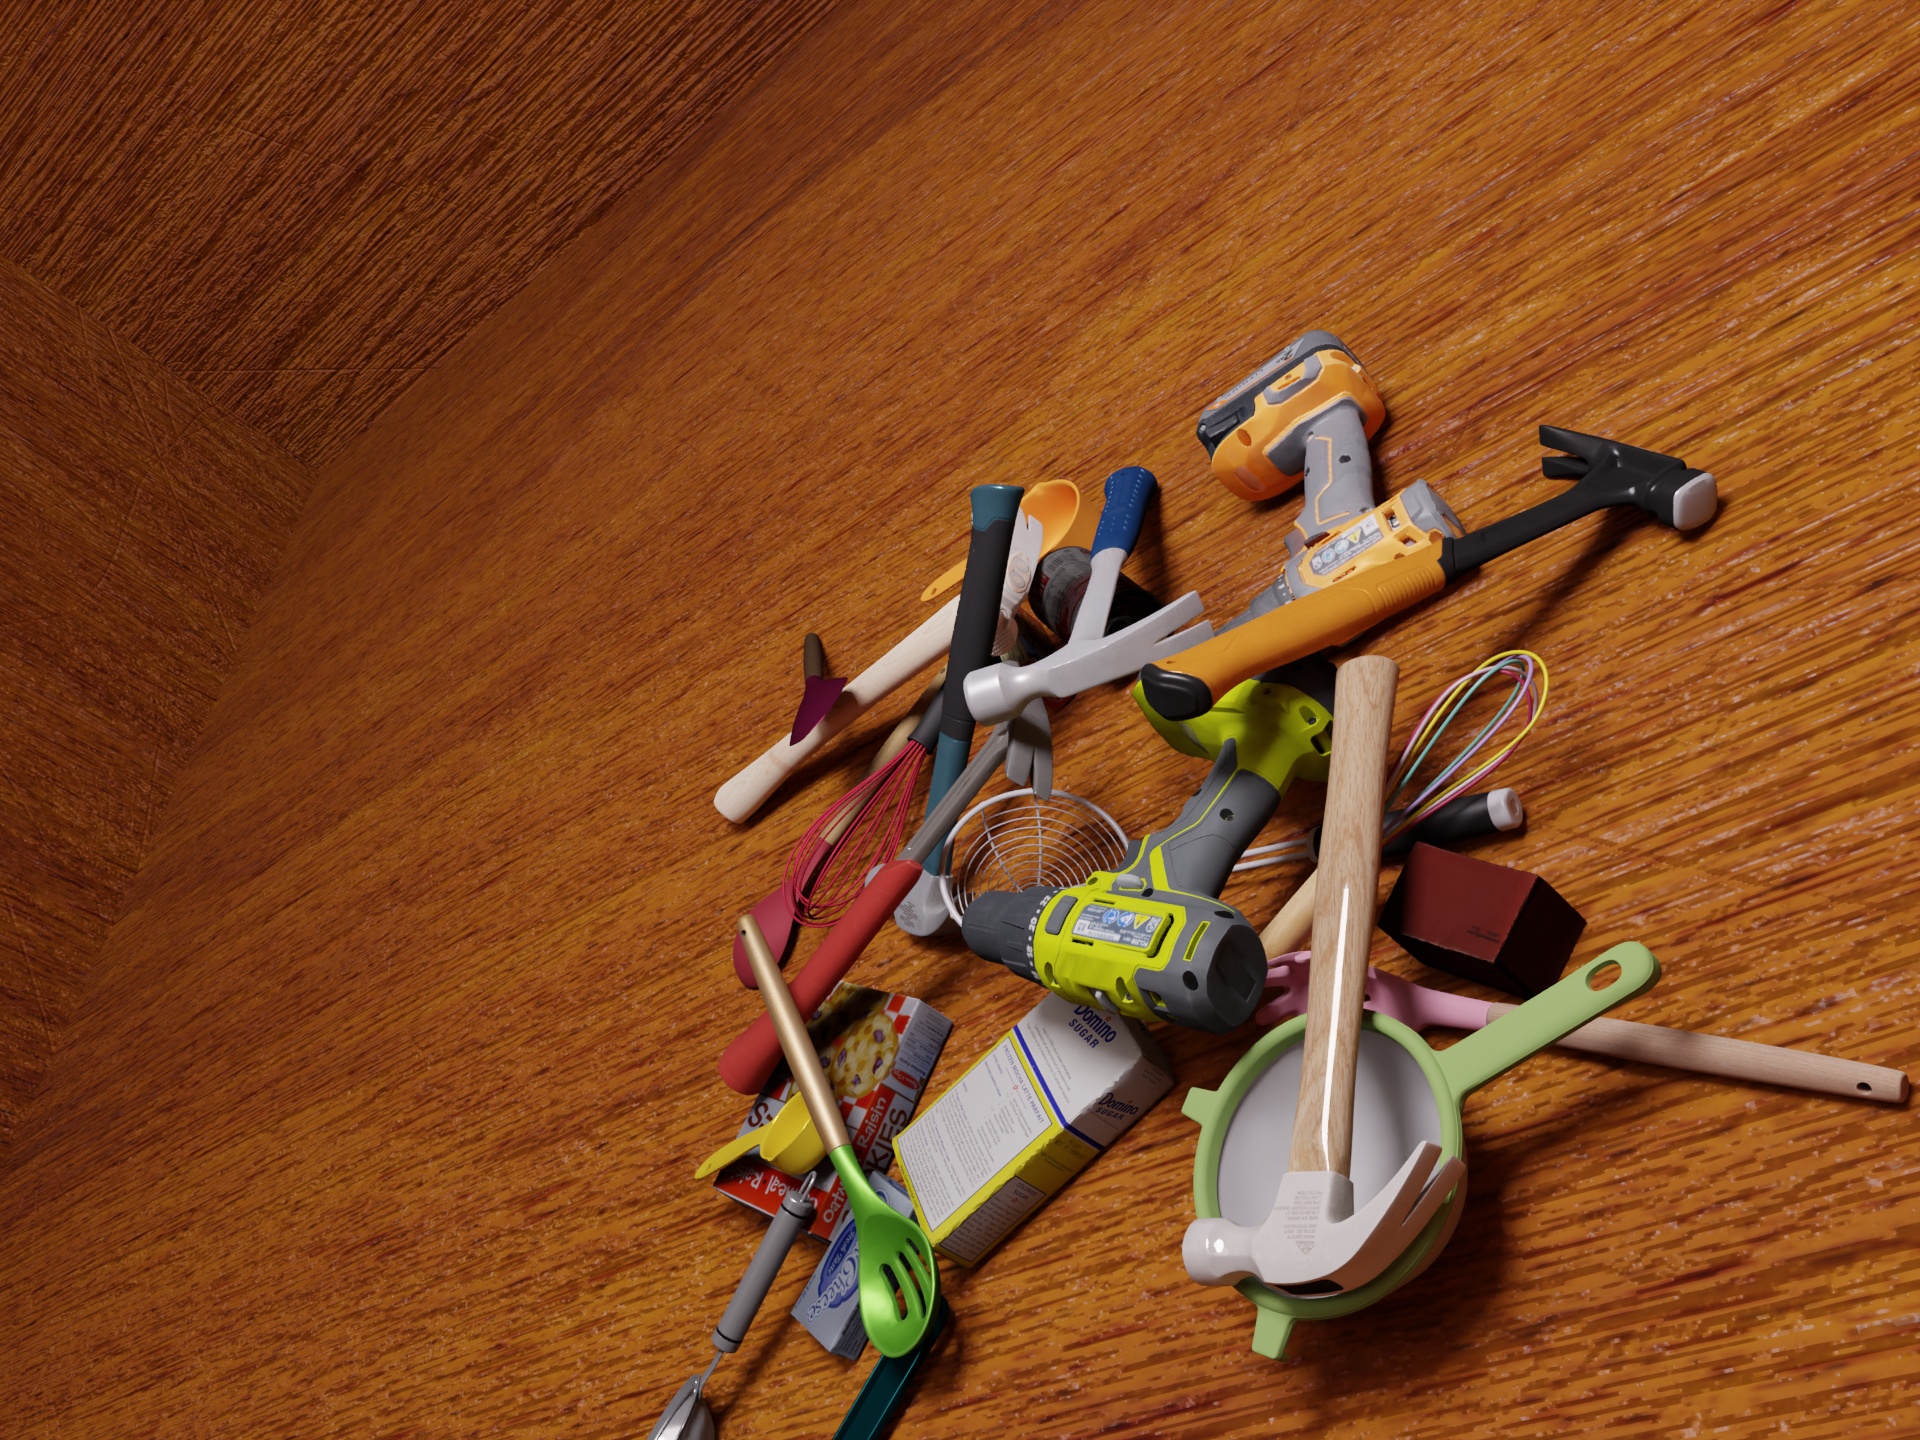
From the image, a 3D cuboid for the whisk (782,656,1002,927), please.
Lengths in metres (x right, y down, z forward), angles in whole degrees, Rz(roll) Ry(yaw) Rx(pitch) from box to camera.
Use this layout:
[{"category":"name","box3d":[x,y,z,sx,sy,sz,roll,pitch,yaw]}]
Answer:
[{"category":"whisk","box3d":[-0.042,0.036,1.246,0.073,0.073,0.296,12,63,54]}]

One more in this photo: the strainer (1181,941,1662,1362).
[{"category":"strainer","box3d":[0.229,0.191,0.759,0.256,0.069,0.152,-40,36,22]}]

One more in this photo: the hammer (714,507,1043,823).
[{"category":"hammer","box3d":[-0.079,-0.026,1.303,0.410,0.038,0.146,-36,27,41]}]

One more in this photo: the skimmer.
[{"category":"skimmer","box3d":[0.147,0.072,0.955,0.363,0.090,0.127,-17,44,41]}]

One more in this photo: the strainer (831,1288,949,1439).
[{"category":"strainer","box3d":[-0.126,0.467,0.907,0.340,0.095,0.211,-58,34,-7]}]

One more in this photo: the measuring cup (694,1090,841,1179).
[{"category":"measuring cup","box3d":[-0.131,0.291,1.071,0.156,0.029,0.062,-37,18,42]}]

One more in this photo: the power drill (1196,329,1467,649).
[{"category":"power drill","box3d":[0.225,-0.137,1.072,0.185,0.084,0.226,-35,42,25]}]

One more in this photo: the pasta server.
[{"category":"pasta server","box3d":[0.280,0.152,0.771,0.040,0.060,0.316,-24,17,-39]}]

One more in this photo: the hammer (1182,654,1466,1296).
[{"category":"hammer","box3d":[0.190,0.112,0.784,0.130,0.031,0.331,-18,48,45]}]

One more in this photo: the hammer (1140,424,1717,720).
[{"category":"hammer","box3d":[0.246,-0.082,0.887,0.337,0.034,0.127,-24,30,-14]}]

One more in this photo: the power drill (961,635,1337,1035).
[{"category":"power drill","box3d":[0.113,0.062,0.906,0.191,0.080,0.228,5,54,46]}]

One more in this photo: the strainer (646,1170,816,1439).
[{"category":"strainer","box3d":[-0.151,0.403,1.015,0.258,0.050,0.087,-62,6,1]}]

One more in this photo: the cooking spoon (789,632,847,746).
[{"category":"cooking spoon","box3d":[-0.125,-0.037,1.352,0.069,0.017,0.319,-48,14,7]}]

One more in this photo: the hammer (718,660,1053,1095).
[{"category":"hammer","box3d":[-0.056,0.126,1.043,0.359,0.036,0.149,-53,18,23]}]

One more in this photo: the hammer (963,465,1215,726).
[{"category":"hammer","box3d":[0.105,-0.106,1.076,0.144,0.035,0.406,-18,19,18]}]

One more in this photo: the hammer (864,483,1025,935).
[{"category":"hammer","box3d":[-0.002,-0.004,1.111,0.128,0.033,0.331,30,114,52]}]

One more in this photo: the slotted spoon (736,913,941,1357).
[{"category":"slotted spoon","box3d":[-0.082,0.246,0.993,0.070,0.031,0.314,-49,51,25]}]

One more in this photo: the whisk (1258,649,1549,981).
[{"category":"whisk","box3d":[0.228,0.060,0.858,0.047,0.051,0.245,45,109,24]}]

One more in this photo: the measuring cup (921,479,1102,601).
[{"category":"measuring cup","box3d":[0.045,-0.126,1.298,0.173,0.052,0.095,-29,40,34]}]

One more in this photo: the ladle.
[{"category":"ladle","box3d":[-0.092,0.078,1.294,0.315,0.031,0.069,-55,33,-7]}]
